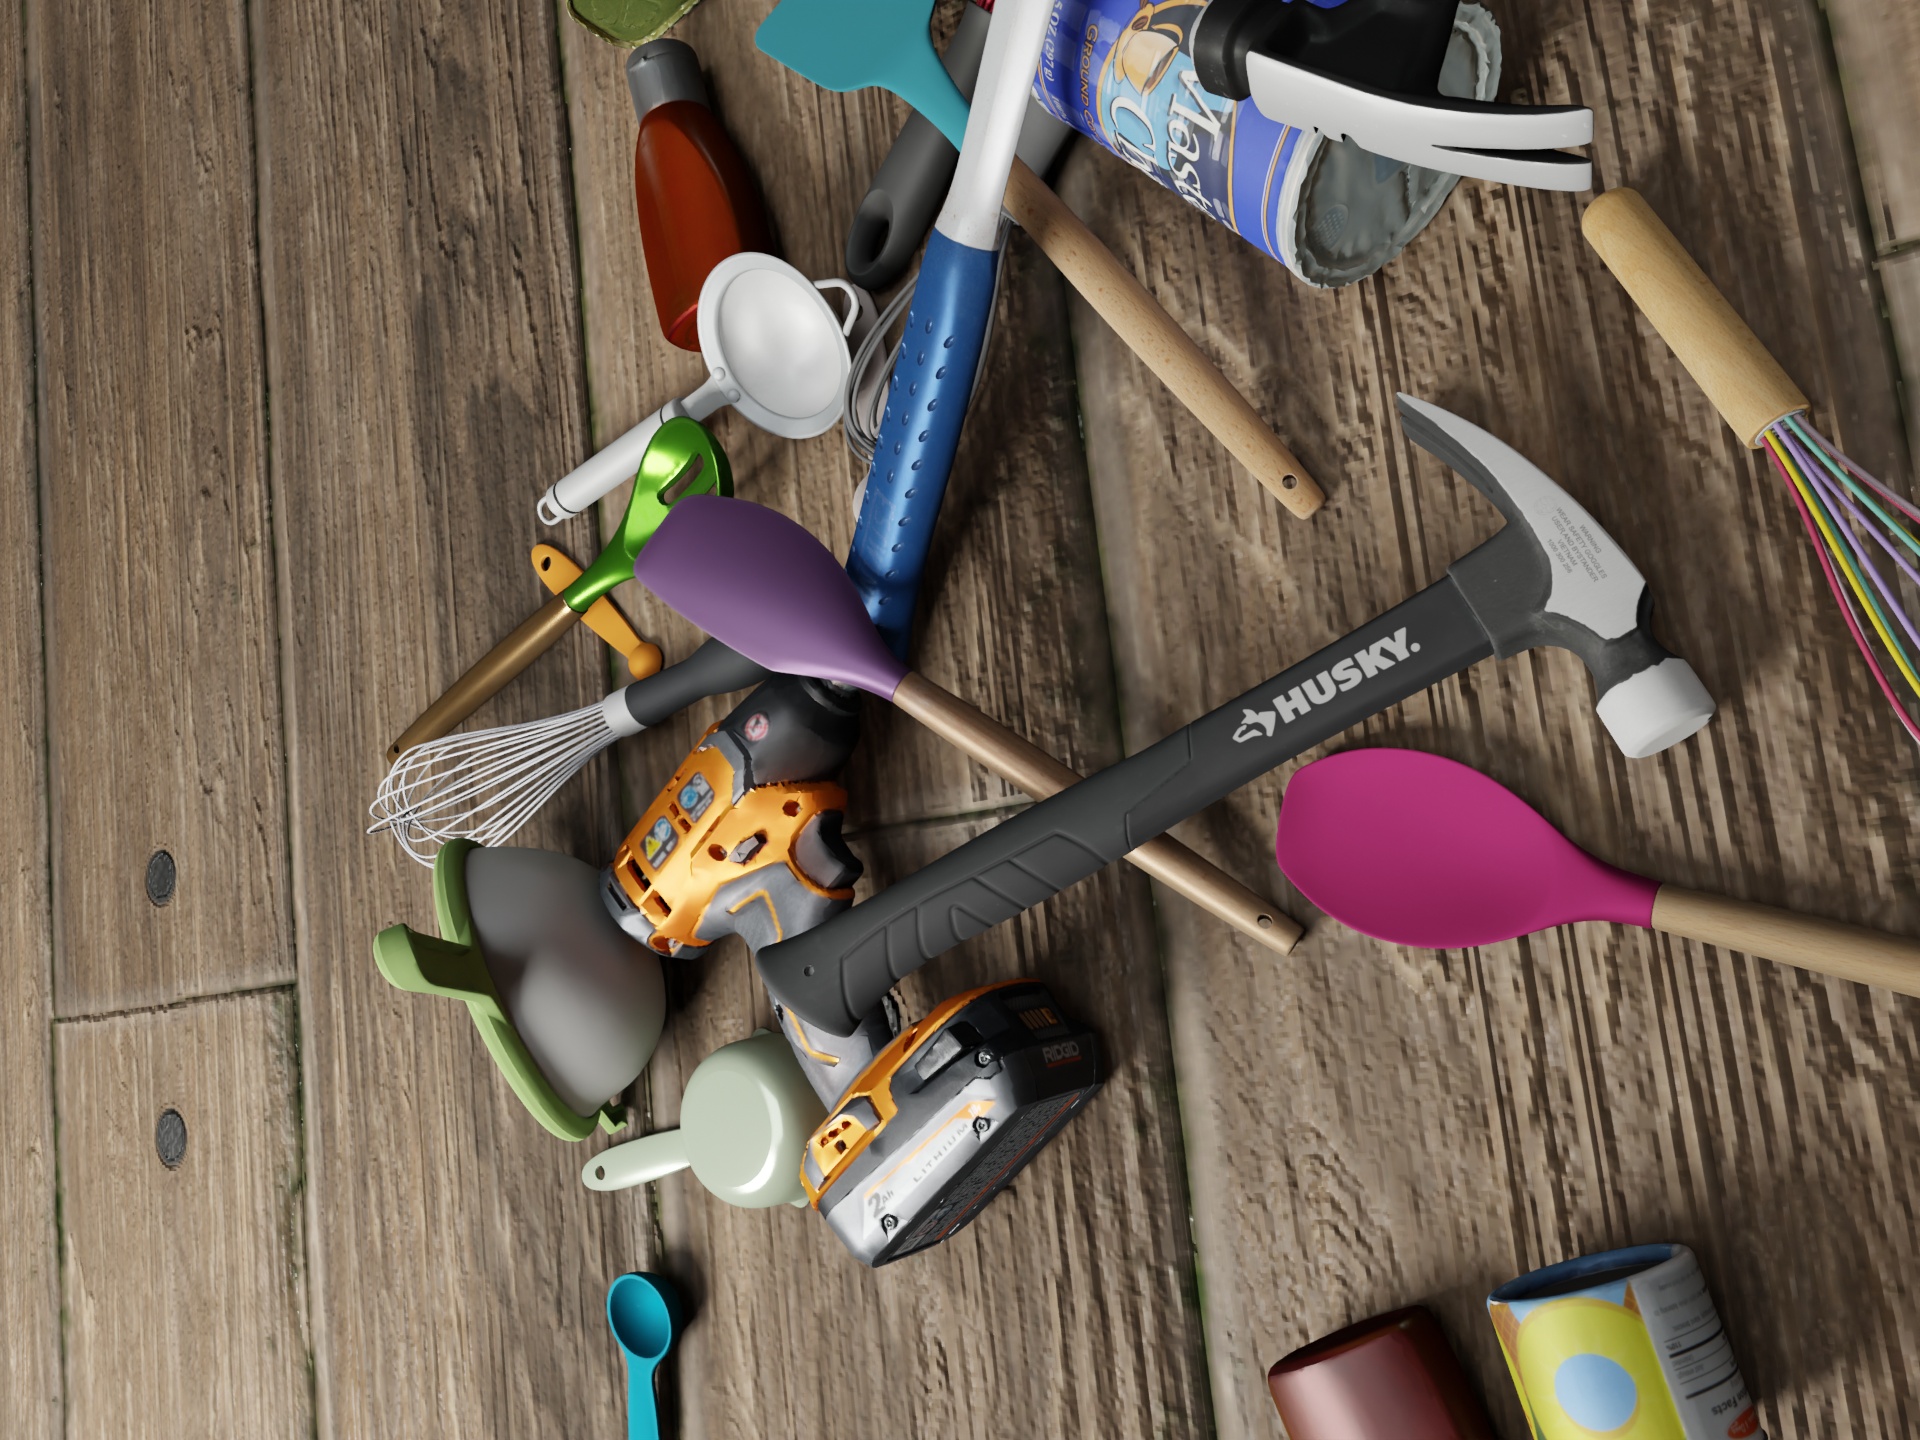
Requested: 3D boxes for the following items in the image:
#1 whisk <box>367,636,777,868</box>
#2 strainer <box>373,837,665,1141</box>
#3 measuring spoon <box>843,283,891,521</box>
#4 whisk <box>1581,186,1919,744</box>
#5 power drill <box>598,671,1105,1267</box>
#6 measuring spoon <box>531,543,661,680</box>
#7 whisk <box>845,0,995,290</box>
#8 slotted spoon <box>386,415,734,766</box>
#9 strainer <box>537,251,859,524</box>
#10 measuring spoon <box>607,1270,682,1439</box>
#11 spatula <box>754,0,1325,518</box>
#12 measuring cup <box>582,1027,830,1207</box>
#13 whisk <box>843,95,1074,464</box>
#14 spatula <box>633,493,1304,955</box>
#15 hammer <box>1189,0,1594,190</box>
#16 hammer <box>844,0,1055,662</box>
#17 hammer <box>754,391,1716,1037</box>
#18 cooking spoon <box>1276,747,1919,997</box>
[{"bbox_3d":[-0.187,0.006,0.788,0.284,0.070,0.070,-23,74,26],"label":"whisk"},{"bbox_3d":[-0.179,0.100,0.687,0.069,0.256,0.151,-24,78,-5],"label":"strainer"},{"bbox_3d":[-0.043,-0.141,0.717,0.034,0.018,0.124,-16,77,33],"label":"measuring spoon"},{"bbox_3d":[0.268,-0.074,0.491,0.047,0.051,0.245,-29,66,8],"label":"whisk"},{"bbox_3d":[-0.045,0.087,0.661,0.164,0.084,0.227,-51,62,21],"label":"power drill"},{"bbox_3d":[-0.191,-0.057,0.816,0.117,0.011,0.021,42,109,29],"label":"measuring spoon"},{"bbox_3d":[0.023,-0.314,0.664,0.073,0.073,0.295,44,117,28],"label":"whisk"},{"bbox_3d":[-0.210,-0.051,0.810,0.313,0.031,0.070,-33,71,34],"label":"slotted spoon"},{"bbox_3d":[-0.128,-0.150,0.761,0.258,0.050,0.087,-24,104,38],"label":"strainer"},{"bbox_3d":[-0.145,0.323,0.760,0.042,0.021,0.128,2,97,34],"label":"measuring spoon"},{"bbox_3d":[0.035,-0.199,0.628,0.082,0.044,0.317,-42,82,11],"label":"spatula"},{"bbox_3d":[-0.128,0.197,0.739,0.167,0.038,0.083,-24,74,29],"label":"measuring cup"},{"bbox_3d":[0.018,-0.214,0.665,0.055,0.055,0.239,34,101,31],"label":"whisk"},{"bbox_3d":[-0.001,-0.002,0.634,0.316,0.018,0.060,34,84,16],"label":"spatula"},{"bbox_3d":[0.210,-0.311,0.479,0.127,0.034,0.337,31,84,29],"label":"hammer"},{"bbox_3d":[0.009,-0.182,0.574,0.144,0.035,0.405,32,131,18],"label":"hammer"},{"bbox_3d":[0.071,0.017,0.564,0.335,0.035,0.146,-30,68,11],"label":"hammer"},{"bbox_3d":[0.248,0.065,0.504,0.319,0.017,0.069,13,95,35],"label":"cooking spoon"}]
